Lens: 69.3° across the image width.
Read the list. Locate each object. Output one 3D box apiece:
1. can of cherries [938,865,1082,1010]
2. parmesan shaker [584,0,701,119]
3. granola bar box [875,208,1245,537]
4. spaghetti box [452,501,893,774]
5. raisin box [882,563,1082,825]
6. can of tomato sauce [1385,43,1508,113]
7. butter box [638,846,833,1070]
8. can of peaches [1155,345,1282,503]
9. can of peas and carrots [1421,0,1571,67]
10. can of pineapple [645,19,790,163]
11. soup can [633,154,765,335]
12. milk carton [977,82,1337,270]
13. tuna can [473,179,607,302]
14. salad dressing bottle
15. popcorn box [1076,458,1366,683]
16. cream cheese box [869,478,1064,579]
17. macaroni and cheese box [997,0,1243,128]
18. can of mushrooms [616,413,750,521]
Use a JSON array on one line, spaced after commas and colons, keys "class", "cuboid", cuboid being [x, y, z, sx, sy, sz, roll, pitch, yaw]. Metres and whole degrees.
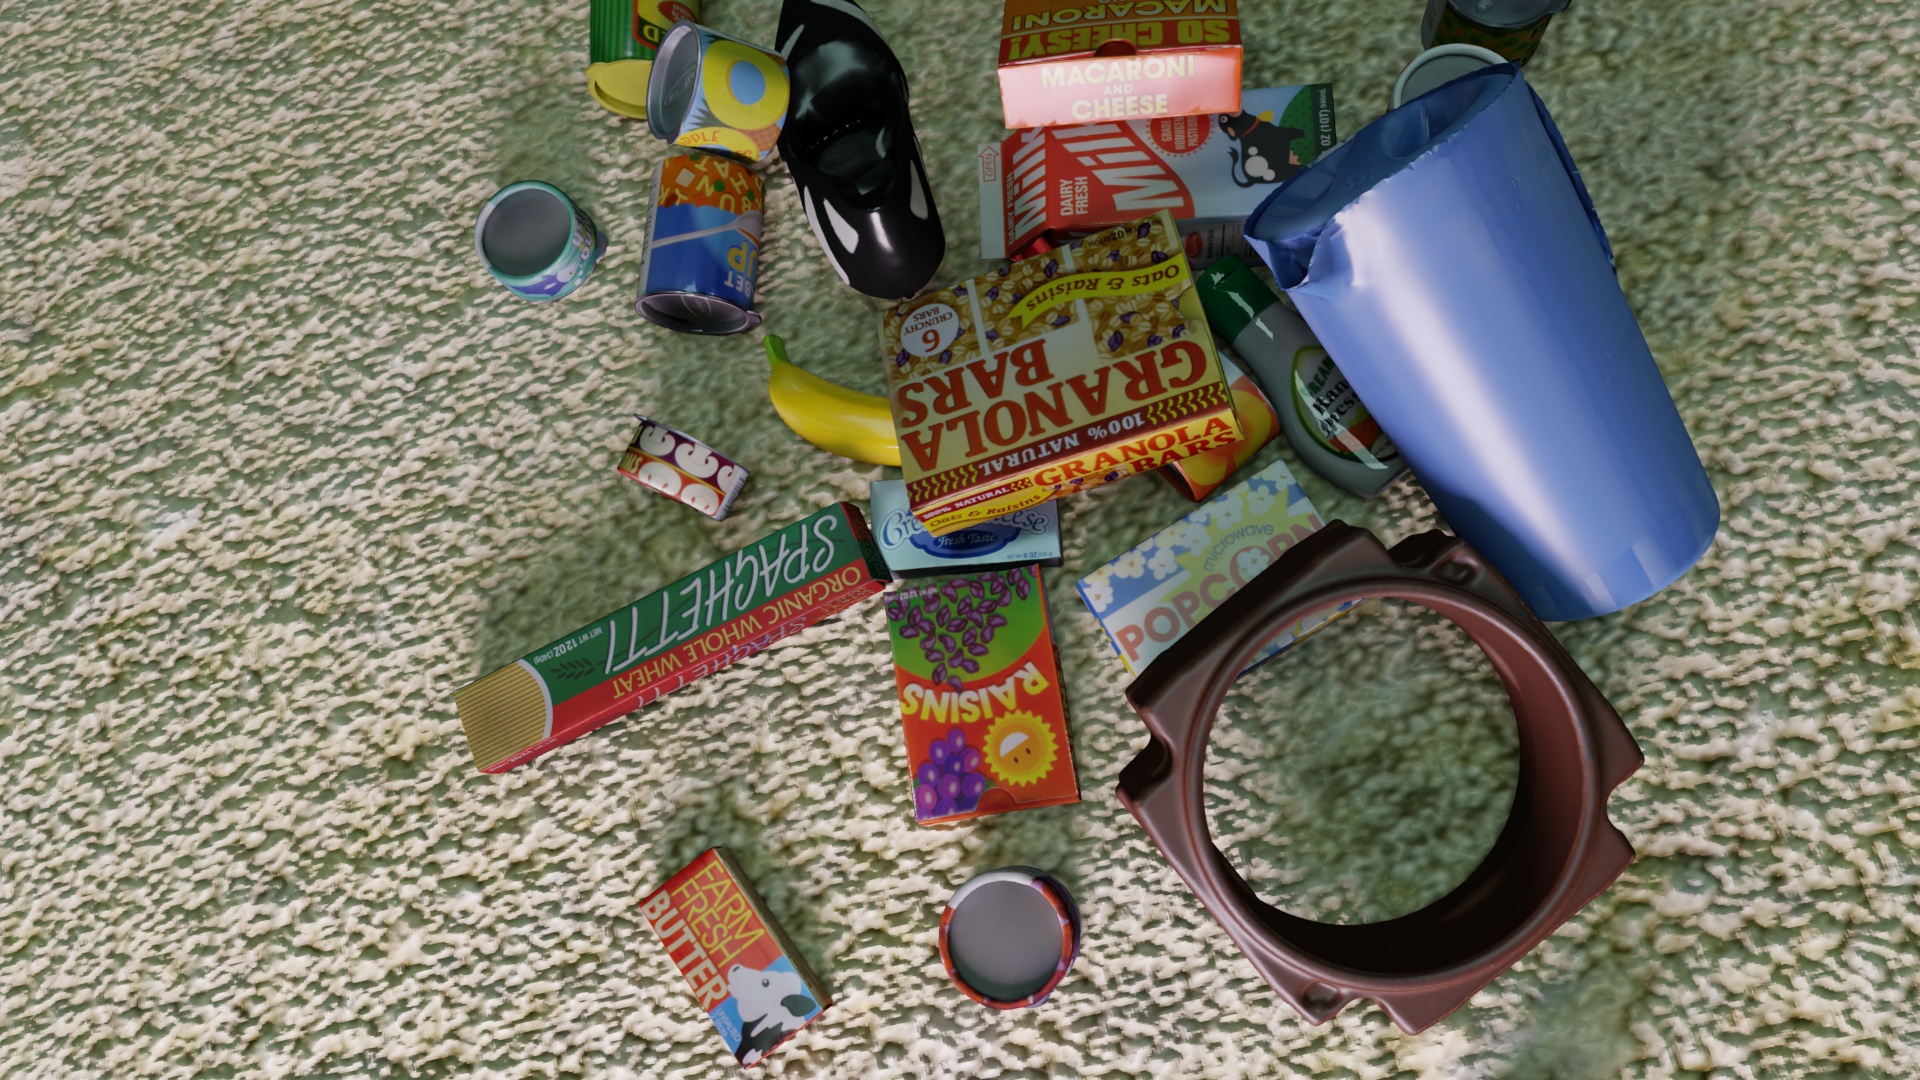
[{"class": "can of cherries", "cuboid": [0.027, 0.198, 0.690, 0.071, 0.058, 0.071, -2, 77, 8]}, {"class": "parmesan shaker", "cuboid": [-0.189, -0.315, 0.827, 0.071, 0.071, 0.103, -4, 78, 8]}, {"class": "granola bar box", "cuboid": [0.046, -0.085, 0.706, 0.165, 0.039, 0.124, -18, 62, 12]}, {"class": "spaghetti box", "cuboid": [-0.158, 0.054, 0.751, 0.250, 0.028, 0.050, -26, 76, 9]}, {"class": "raisin box", "cuboid": [0.012, 0.081, 0.728, 0.086, 0.040, 0.123, -10, 77, 5]}, {"class": "can of tomato sauce", "cuboid": [0.253, -0.213, 0.733, 0.071, 0.083, 0.071, -2, 78, 8]}, {"class": "butter box", "cuboid": [-0.118, 0.216, 0.725, 0.053, 0.024, 0.103, -38, 76, -2]}, {"class": "can of peaches", "cuboid": [0.126, -0.060, 0.729, 0.058, 0.071, 0.071, -41, 75, -1]}, {"class": "can of peas and carrots", "cuboid": [0.292, -0.293, 0.758, 0.071, 0.058, 0.071, -2, 78, 8]}, {"class": "can of pineapple", "cuboid": [-0.136, -0.249, 0.779, 0.071, 0.058, 0.071, -11, 76, 52]}, {"class": "soup can", "cuboid": [-0.145, -0.167, 0.792, 0.071, 0.071, 0.084, 3, 78, 9]}, {"class": "milk carton", "cuboid": [0.105, -0.192, 0.756, 0.190, 0.073, 0.072, -3, 77, 8]}, {"class": "tuna can", "cuboid": [-0.250, -0.178, 0.827, 0.071, 0.033, 0.071, -2, 78, 9]}, {"class": "salad dressing bottle", "cuboid": [0.182, -0.089, 0.737, 0.064, 0.044, 0.148, -40, 75, -5]}, {"class": "popcorn box", "cuboid": [0.135, 0.027, 0.722, 0.127, 0.038, 0.085, -31, 75, 1]}, {"class": "cream cheese box", "cuboid": [0.003, -0.009, 0.757, 0.104, 0.024, 0.053, -5, 76, 8]}, {"class": "macaroni and cheese box", "cuboid": [0.086, -0.288, 0.756, 0.124, 0.040, 0.167, -2, 46, 9]}, {"class": "can of mushrooms", "cuboid": [-0.155, -0.040, 0.764, 0.071, 0.071, 0.033, 25, 85, 13]}]
